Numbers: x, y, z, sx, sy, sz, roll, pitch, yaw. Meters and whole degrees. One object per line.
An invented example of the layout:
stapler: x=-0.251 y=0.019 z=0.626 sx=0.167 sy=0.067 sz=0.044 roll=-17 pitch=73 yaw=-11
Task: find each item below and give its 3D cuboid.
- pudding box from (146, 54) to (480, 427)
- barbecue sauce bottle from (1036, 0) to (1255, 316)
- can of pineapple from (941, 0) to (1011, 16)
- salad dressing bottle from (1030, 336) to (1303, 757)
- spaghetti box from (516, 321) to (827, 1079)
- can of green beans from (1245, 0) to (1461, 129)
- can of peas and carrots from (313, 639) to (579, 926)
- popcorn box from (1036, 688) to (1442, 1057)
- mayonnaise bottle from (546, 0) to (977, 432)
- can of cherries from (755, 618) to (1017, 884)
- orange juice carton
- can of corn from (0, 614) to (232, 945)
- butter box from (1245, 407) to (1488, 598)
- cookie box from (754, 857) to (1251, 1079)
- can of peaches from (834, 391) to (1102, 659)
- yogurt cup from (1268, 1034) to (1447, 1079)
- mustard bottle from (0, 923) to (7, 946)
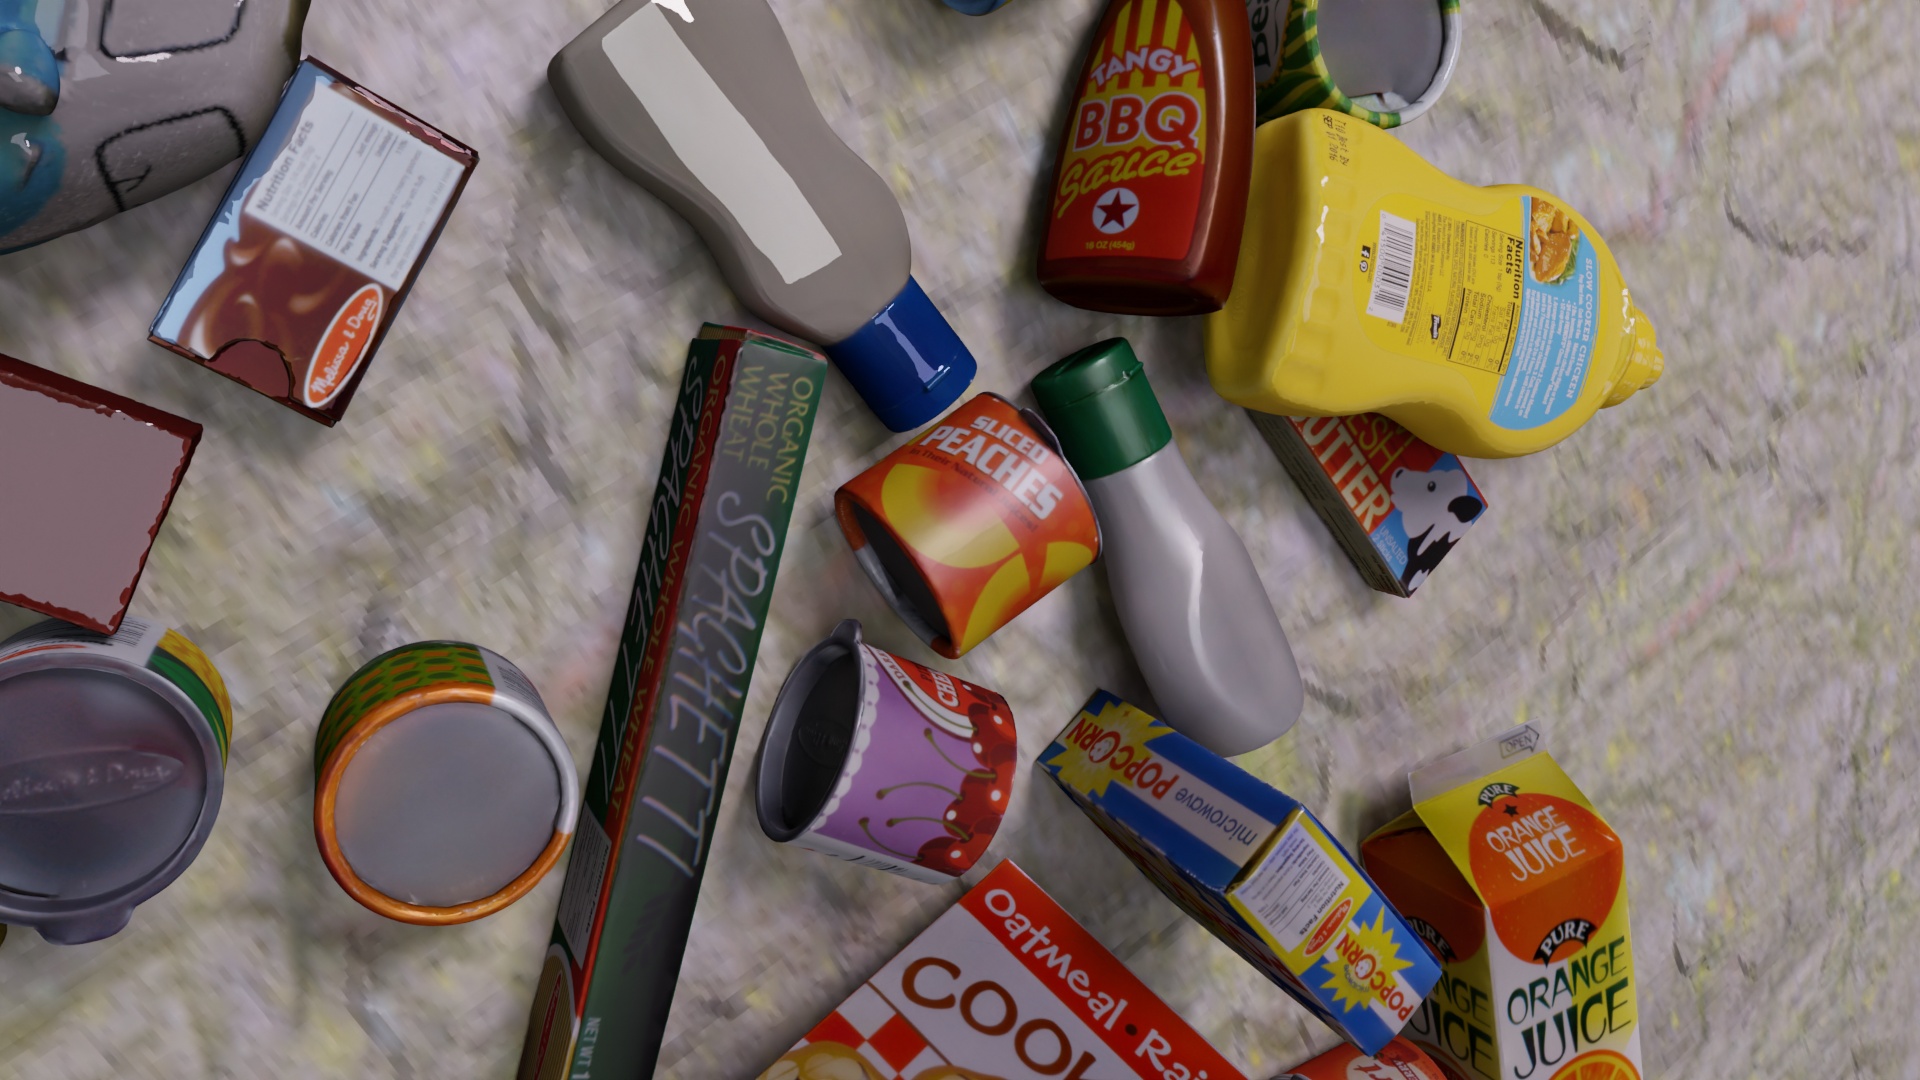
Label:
pudding box: x=-0.171 y=-0.078 z=0.369 sx=0.049 sy=0.030 sz=0.084 roll=28 pitch=85 yaw=-26
barbecue sauce bottle: x=0.067 y=-0.150 z=0.454 sx=0.043 sy=0.065 sz=0.148 roll=18 pitch=81 yaw=-58
can of pineapple: x=0.015 y=-0.200 z=0.415 sx=0.058 sy=0.071 sz=0.071 roll=-36 pitch=111 yaw=-15
salad dressing bottle: x=0.071 y=0.003 z=0.482 sx=0.064 sy=0.044 sz=0.147 roll=-42 pitch=110 yaw=-49
spaghetti box: x=-0.089 y=0.059 z=0.416 sx=0.029 sy=0.050 sz=0.250 roll=13 pitch=92 yaw=-28
can of green beans: x=0.127 y=-0.172 z=0.478 sx=0.071 sy=0.058 sz=0.071 roll=-4 pitch=99 yaw=-24
can of peas and carrots: x=-0.146 y=0.067 z=0.385 sx=0.071 sy=0.059 sz=0.071 roll=-4 pitch=99 yaw=-24
popcorn box: x=0.088 y=0.105 z=0.461 sx=0.038 sy=0.127 sz=0.085 roll=-46 pitch=113 yaw=-8
mayonnaise bottle: x=-0.052 y=-0.098 z=0.416 sx=0.065 sy=0.041 sz=0.147 roll=-44 pitch=114 yaw=-11
can of cherries: x=-0.023 y=0.067 z=0.438 sx=0.058 sy=0.071 sz=0.071 roll=23 pitch=88 yaw=-26
orange juice carton: x=0.217 y=0.171 z=0.560 sx=0.072 sy=0.073 sz=0.192 roll=-15 pitch=103 yaw=-22
can of corn: x=-0.221 y=0.057 z=0.349 sx=0.071 sy=0.058 sz=0.071 roll=-4 pitch=99 yaw=-24
butter box: x=0.156 y=-0.032 z=0.529 sx=0.053 sy=0.024 sz=0.103 roll=-46 pitch=113 yaw=-13
cookie box: x=0.003 y=0.189 z=0.412 sx=0.168 sy=0.123 sz=0.040 roll=-32 pitch=153 yaw=-42
can of peaches: x=0.002 y=-0.005 z=0.437 sx=0.058 sy=0.071 sz=0.071 roll=-35 pitch=110 yaw=-15
yogurt cup: x=0.160 y=0.231 z=0.548 sx=0.054 sy=0.072 sz=0.072 roll=-22 pitch=106 yaw=-29
mustard bottle: x=-0.292 y=0.049 z=0.314 sx=0.049 sy=0.065 sz=0.160 roll=-35 pitch=107 yaw=-12
